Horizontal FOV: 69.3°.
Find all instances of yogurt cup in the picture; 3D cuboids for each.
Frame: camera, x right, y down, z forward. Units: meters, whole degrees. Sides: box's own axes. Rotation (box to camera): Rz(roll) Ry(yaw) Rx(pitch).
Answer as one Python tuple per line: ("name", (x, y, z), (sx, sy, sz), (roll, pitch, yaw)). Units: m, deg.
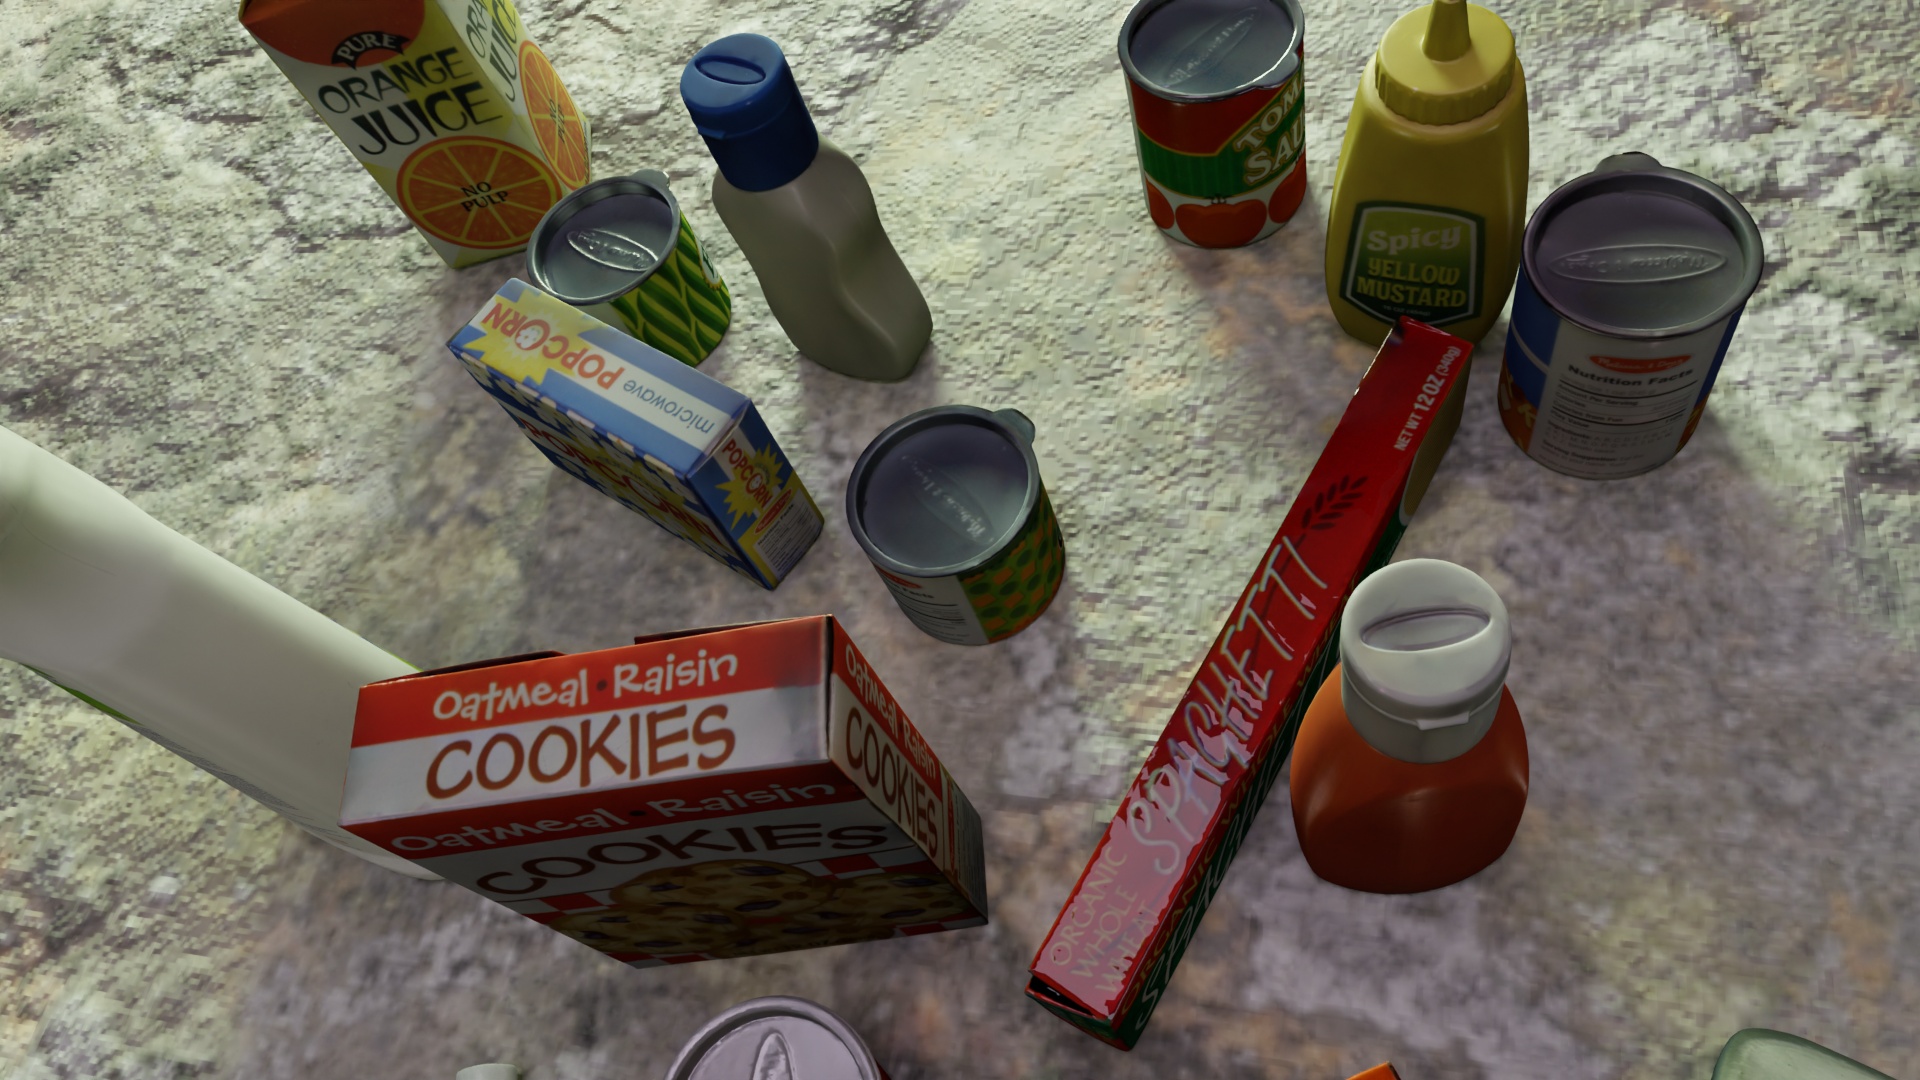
("yogurt cup", (-0.048, 0.171, 0.402), (0.072, 0.053, 0.073), (-6, 61, 11))

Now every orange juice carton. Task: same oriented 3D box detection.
("orange juice carton", (-0.228, -0.207, 0.576), (0.073, 0.192, 0.072), (-15, 60, 7))

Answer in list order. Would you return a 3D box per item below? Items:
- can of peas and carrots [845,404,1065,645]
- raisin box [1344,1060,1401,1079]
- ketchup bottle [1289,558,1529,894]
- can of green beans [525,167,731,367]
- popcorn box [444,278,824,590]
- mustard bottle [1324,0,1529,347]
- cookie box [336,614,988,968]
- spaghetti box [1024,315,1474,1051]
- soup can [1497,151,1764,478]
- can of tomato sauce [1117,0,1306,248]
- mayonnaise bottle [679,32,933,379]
("can of peas and carrots", (0.002, -0.006, 0.484), (0.071, 0.058, 0.071), (-6, 61, 11))
("raisin box", (0.071, 0.167, 0.332), (0.086, 0.123, 0.040), (-24, 59, 1))
("ketchup bottle", (0.119, 0.054, 0.367), (0.065, 0.148, 0.044), (-10, 60, 9))
("can of green beans", (-0.136, -0.107, 0.576), (0.071, 0.057, 0.071), (-6, 61, 11))
("popcorn box", (-0.119, -0.039, 0.518), (0.127, 0.085, 0.038), (28, 72, 26))
("mustard bottle", (0.152, -0.122, 0.449), (0.065, 0.159, 0.049), (11, 66, 20))
("cookie box", (-0.070, 0.078, 0.392), (0.123, 0.166, 0.040), (-10, 60, 10))
("spaghetti box", (0.097, 0.040, 0.438), (0.029, 0.050, 0.251), (24, 70, 25))
("soup can", (0.212, -0.070, 0.450), (0.071, 0.083, 0.071), (-6, 61, 11))
("can of tomato sauce", (0.100, -0.162, 0.530), (0.071, 0.082, 0.071), (-6, 61, 11))
("mayonnaise bottle", (-0.057, -0.117, 0.508), (0.065, 0.147, 0.041), (21, 69, 24))
